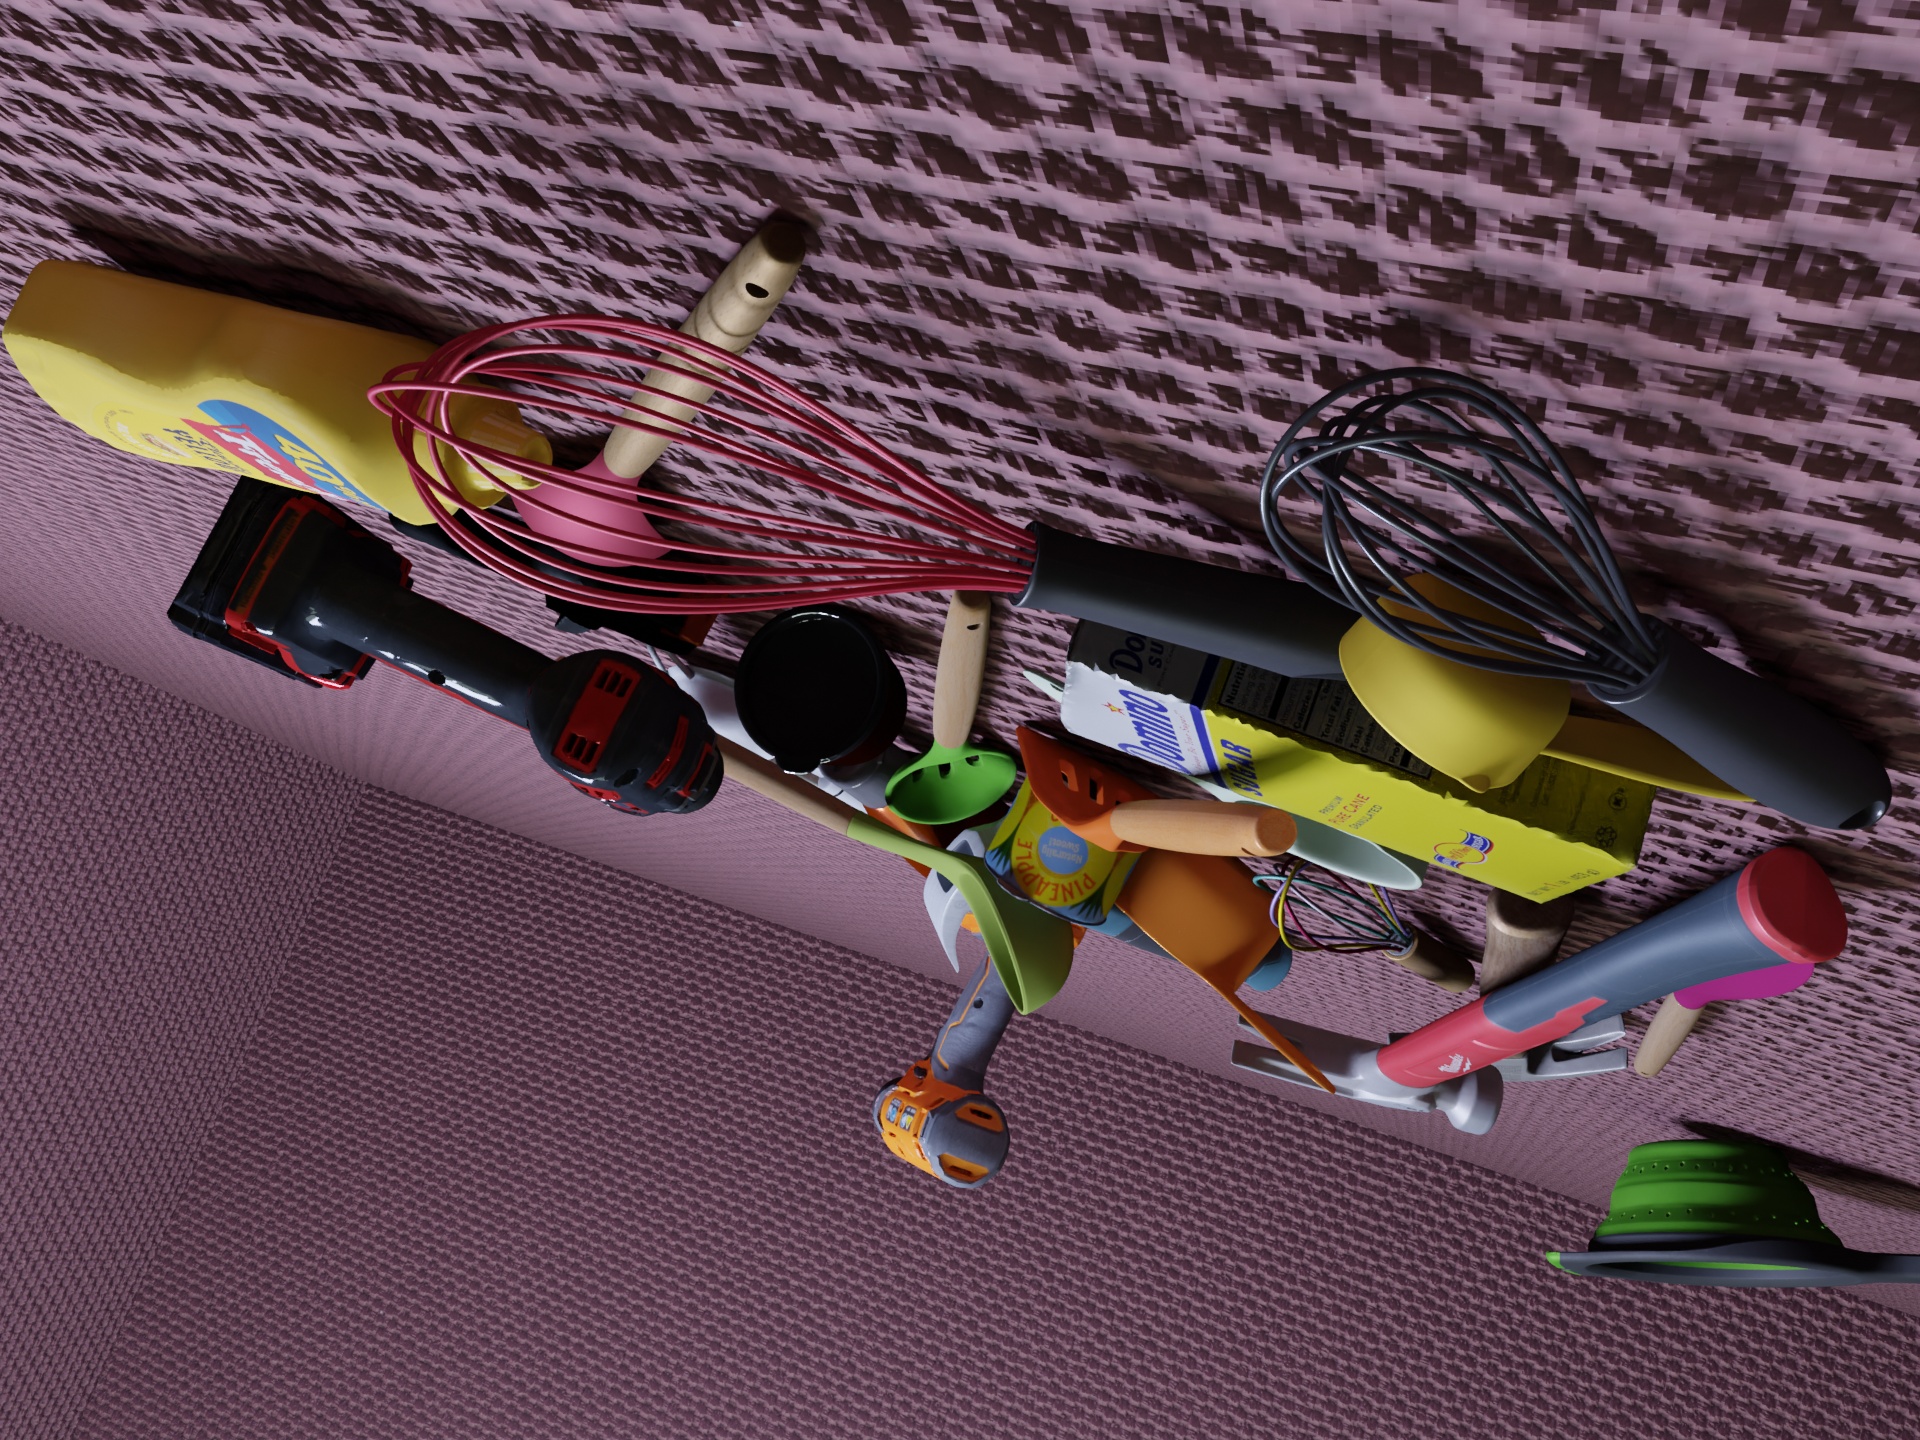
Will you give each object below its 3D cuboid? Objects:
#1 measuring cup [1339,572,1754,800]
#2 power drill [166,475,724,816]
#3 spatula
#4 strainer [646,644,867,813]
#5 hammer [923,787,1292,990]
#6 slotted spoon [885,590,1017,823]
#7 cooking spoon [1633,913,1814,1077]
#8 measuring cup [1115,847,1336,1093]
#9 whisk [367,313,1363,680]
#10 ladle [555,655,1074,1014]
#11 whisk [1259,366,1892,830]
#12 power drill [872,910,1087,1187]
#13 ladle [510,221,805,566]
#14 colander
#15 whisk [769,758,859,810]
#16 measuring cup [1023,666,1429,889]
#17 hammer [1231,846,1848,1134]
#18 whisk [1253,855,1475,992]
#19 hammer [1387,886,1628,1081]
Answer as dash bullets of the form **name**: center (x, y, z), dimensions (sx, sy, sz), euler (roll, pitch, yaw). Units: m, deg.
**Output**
- **measuring cup**: center (0.171, -0.004, 0.424), dimensions (0.156, 0.062, 0.029), euler (12, 131, -25)
- **power drill**: center (-0.213, -0.020, 0.725), dimensions (0.227, 0.080, 0.188), euler (24, 172, 6)
- **spatula**: center (0.071, 0.029, 0.592), dimensions (0.081, 0.041, 0.322), euler (28, 175, -5)
- **strainer**: center (-0.078, 0.032, 0.909), dimensions (0.258, 0.050, 0.087), euler (30, 158, -31)
- **hammer**: center (0.104, 0.119, 0.950), dimensions (0.330, 0.128, 0.033), euler (23, -148, -45)
- **slotted spoon**: center (-0.001, -0.002, 0.707), dimensions (0.070, 0.031, 0.313), euler (-13, 165, -6)
- **cooking spoon**: center (0.339, 0.133, 0.747), dimensions (0.069, 0.017, 0.318), euler (10, 161, 21)
- **measuring cup**: center (0.140, 0.108, 0.770), dimensions (0.095, 0.052, 0.174), euler (32, -172, -39)
- **whisk**: center (-0.001, -0.045, 0.415), dimensions (0.295, 0.073, 0.073), euler (12, 170, -17)
- **ladle**: center (-0.084, 0.051, 0.816), dimensions (0.320, 0.062, 0.078), euler (27, 158, 13)
- **whisk**: center (0.158, -0.017, 0.371), dimensions (0.238, 0.055, 0.055), euler (23, 168, -34)
- **power drill**: center (0.004, 0.209, 1.144), dimensions (0.084, 0.226, 0.164), euler (25, 167, -20)
- **ladle**: center (-0.099, -0.090, 0.500), dimensions (0.069, 0.031, 0.315), euler (24, 165, -18)
- **colander**: center (0.637, 0.359, 1.160), dimensions (0.397, 0.095, 0.204), euler (-9, 154, 29)
- **whisk**: center (-0.057, 0.064, 1.051), dimensions (0.246, 0.059, 0.057), euler (26, 129, -8)
- **measuring cup**: center (0.103, 0.009, 0.588), dimensions (0.167, 0.038, 0.083), euler (29, 169, -6)
- **hammer**: center (0.234, 0.122, 0.692), dimensions (0.143, 0.038, 0.386), euler (15, 158, 0)
- **whisk**: center (0.215, 0.111, 0.817), dimensions (0.051, 0.047, 0.244), euler (-11, 155, 33)
- **hammer**: center (0.285, 0.142, 0.815), dimensions (0.130, 0.031, 0.331), euler (-4, 156, 14)
